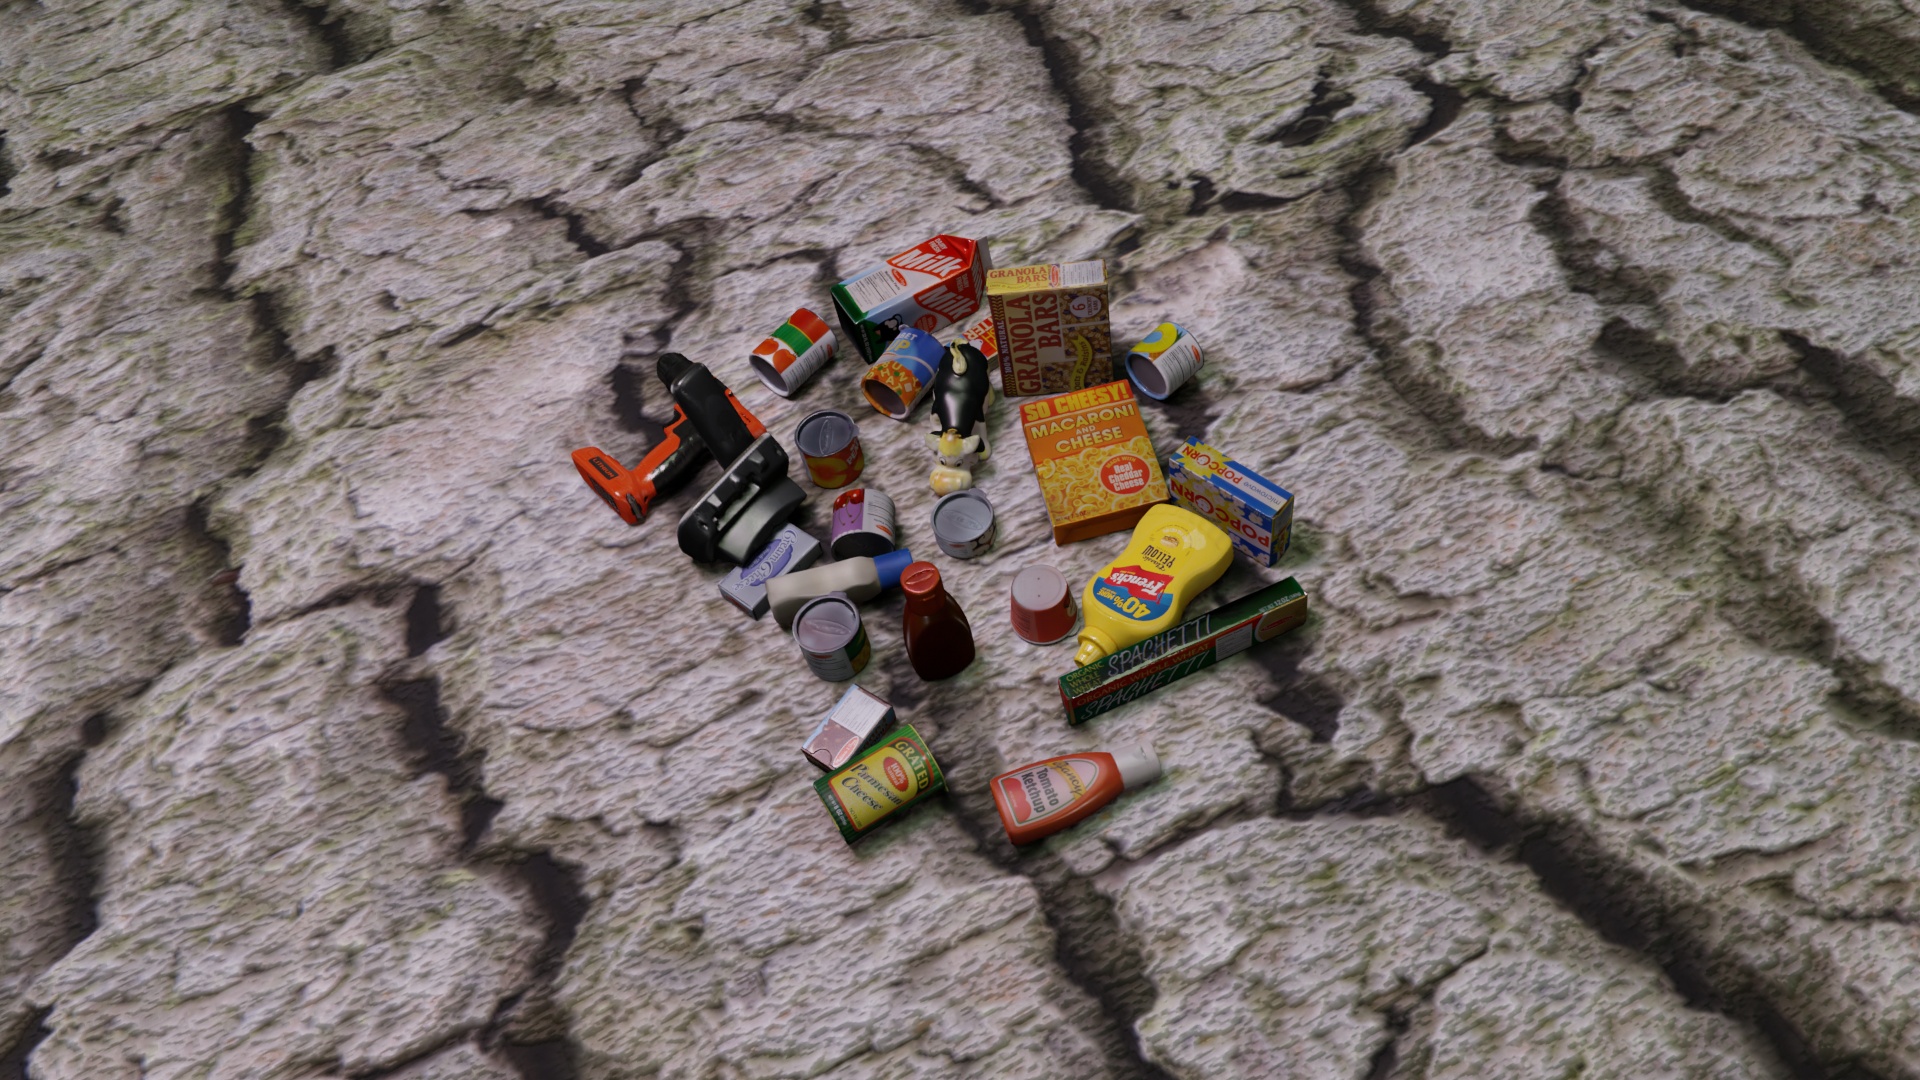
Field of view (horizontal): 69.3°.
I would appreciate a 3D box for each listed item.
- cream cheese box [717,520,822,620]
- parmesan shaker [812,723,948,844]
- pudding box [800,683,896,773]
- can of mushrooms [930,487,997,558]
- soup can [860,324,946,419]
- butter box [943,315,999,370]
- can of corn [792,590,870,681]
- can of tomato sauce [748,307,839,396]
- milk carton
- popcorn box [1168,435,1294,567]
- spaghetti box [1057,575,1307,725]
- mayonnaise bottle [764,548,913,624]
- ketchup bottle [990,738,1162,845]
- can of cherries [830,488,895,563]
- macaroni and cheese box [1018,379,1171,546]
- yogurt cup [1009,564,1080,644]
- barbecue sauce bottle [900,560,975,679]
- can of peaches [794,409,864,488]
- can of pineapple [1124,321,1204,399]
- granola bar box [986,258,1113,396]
[{"bbox_3d":[-0.197,0.029,1.441,0.053,0.024,0.104,31,64,27],"label":"cream cheese box"},{"bbox_3d":[-0.072,0.223,1.255,0.103,0.071,0.071,-30,55,-12],"label":"parmesan shaker"},{"bbox_3d":[-0.106,0.182,1.312,0.050,0.030,0.084,27,63,25],"label":"pudding box"},{"bbox_3d":[0.005,-0.018,1.436,0.071,0.033,0.071,-5,54,7],"label":"can of mushrooms"},{"bbox_3d":[-0.064,-0.188,1.548,0.071,0.071,0.084,24,62,24],"label":"soup can"},{"bbox_3d":[0.031,-0.223,1.586,0.104,0.024,0.053,-35,57,-15],"label":"butter box"},{"bbox_3d":[-0.124,0.094,1.361,0.071,0.058,0.071,-5,54,7],"label":"can of corn"},{"bbox_3d":[-0.193,-0.216,1.592,0.071,0.071,0.083,32,66,28],"label":"can of tomato sauce"},{"bbox_3d":[-0.047,-0.290,1.618,0.191,0.072,0.074,-28,55,-10],"label":"milk carton"},{"bbox_3d":[0.267,-0.038,1.374,0.127,0.084,0.038,35,67,29],"label":"popcorn box"},{"bbox_3d":[0.209,0.103,1.303,0.250,0.050,0.029,-23,52,-7],"label":"spaghetti box"},{"bbox_3d":[-0.119,0.044,1.396,0.148,0.064,0.041,-15,67,-6],"label":"mayonnaise bottle"},{"bbox_3d":[0.105,0.219,1.241,0.149,0.043,0.065,-19,53,-5],"label":"ketchup bottle"},{"bbox_3d":[-0.102,-0.011,1.430,0.071,0.071,0.059,-6,54,5],"label":"can of cherries"},{"bbox_3d":[0.139,-0.083,1.457,0.124,0.040,0.167,-14,54,0],"label":"macaroni and cheese box"},{"bbox_3d":[0.079,0.060,1.354,0.072,0.053,0.073,-5,53,7],"label":"yogurt cup"},{"bbox_3d":[-0.026,0.075,1.302,0.065,0.147,0.044,-22,55,-6],"label":"barbecue sauce bottle"},{"bbox_3d":[-0.139,-0.099,1.503,0.071,0.057,0.071,-4,53,6],"label":"can of peaches"},{"bbox_3d":[0.220,-0.195,1.509,0.058,0.070,0.071,-41,58,-19],"label":"can of pineapple"},{"bbox_3d":[0.099,-0.224,1.488,0.124,0.164,0.039,-4,55,7],"label":"granola bar box"}]
